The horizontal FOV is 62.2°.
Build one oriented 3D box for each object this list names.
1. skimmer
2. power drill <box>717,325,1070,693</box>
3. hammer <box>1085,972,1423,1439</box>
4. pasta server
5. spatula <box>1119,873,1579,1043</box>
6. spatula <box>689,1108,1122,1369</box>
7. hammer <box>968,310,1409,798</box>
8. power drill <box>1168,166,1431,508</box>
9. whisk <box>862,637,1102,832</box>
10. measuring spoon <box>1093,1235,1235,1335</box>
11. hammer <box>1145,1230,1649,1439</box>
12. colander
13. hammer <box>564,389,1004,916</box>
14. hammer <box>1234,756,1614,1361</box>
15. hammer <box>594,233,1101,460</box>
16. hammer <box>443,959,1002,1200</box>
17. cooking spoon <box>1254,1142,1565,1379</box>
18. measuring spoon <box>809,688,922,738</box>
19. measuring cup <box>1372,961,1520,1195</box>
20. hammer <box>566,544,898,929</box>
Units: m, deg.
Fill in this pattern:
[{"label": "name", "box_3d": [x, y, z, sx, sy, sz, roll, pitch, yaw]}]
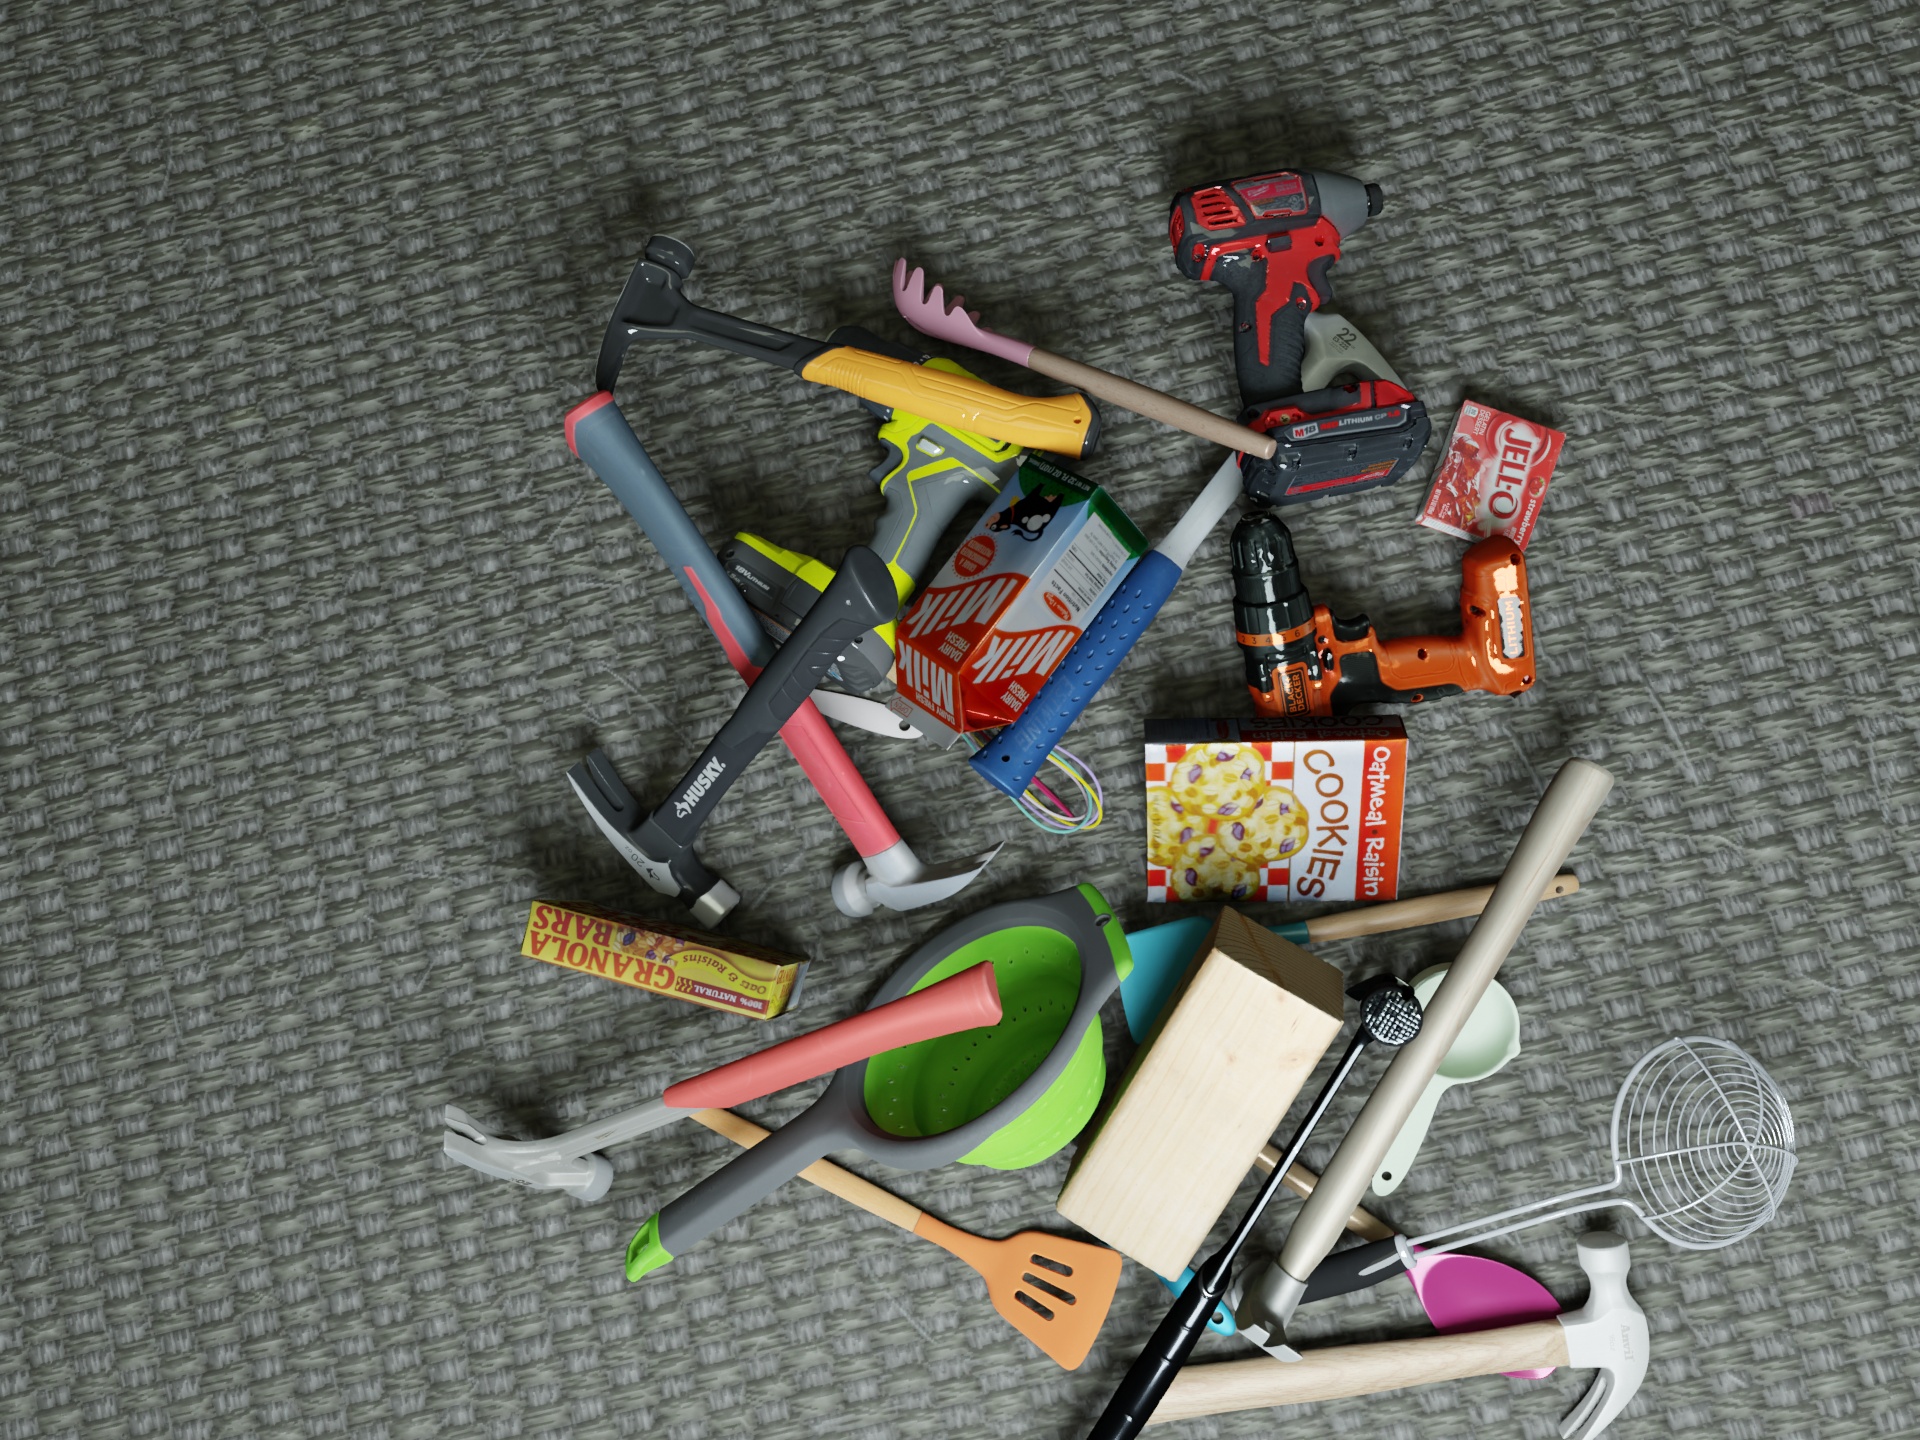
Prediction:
[{"label": "skimmer", "box_3d": [0.346, 0.311, 1.020, 0.363, 0.090, 0.127, -27, 89, 23]}, {"label": "power drill", "box_3d": [-0.061, -0.153, 1.089, 0.190, 0.080, 0.228, 34, 78, 13]}, {"label": "hammer", "box_3d": [0.170, 0.334, 1.009, 0.036, 0.149, 0.409, 32, 94, 11]}, {"label": "pasta server", "box_3d": [0.074, -0.240, 1.057, 0.316, 0.060, 0.040, 29, 98, 29]}, {"label": "spatula", "box_3d": [0.261, 0.144, 1.067, 0.317, 0.044, 0.082, -11, 109, 1]}, {"label": "spatula", "box_3d": [-0.051, 0.327, 1.076, 0.322, 0.041, 0.081, 25, 74, 7]}, {"label": "hammer", "box_3d": [0.151, -0.113, 1.077, 0.144, 0.035, 0.405, 38, 81, 6]}, {"label": "power drill", "box_3d": [0.229, -0.262, 1.051, 0.143, 0.078, 0.220, -11, 77, -3]}, {"label": "whisk", "box_3d": [-0.003, -0.002, 1.102, 0.245, 0.047, 0.051, 38, 81, 11]}, {"label": "measuring spoon", "box_3d": [0.137, 0.366, 1.067, 0.128, 0.021, 0.042, 44, 90, 8]}, {"label": "hammer", "box_3d": [0.278, 0.424, 1.040, 0.331, 0.031, 0.130, -11, 93, 7]}, {"label": "colander", "box_3d": [-0.040, 0.267, 1.040, 0.397, 0.205, 0.094, -36, 116, 6]}, {"label": "hammer", "box_3d": [-0.121, -0.043, 1.016, 0.143, 0.038, 0.386, -20, 107, 44]}, {"label": "hammer", "box_3d": [0.287, 0.201, 0.976, 0.038, 0.146, 0.410, 31, 86, 11]}, {"label": "hammer", "box_3d": [-0.072, -0.226, 1.056, 0.337, 0.034, 0.127, 17, 72, 7]}, {"label": "hammer", "box_3d": [-0.142, 0.224, 1.003, 0.359, 0.149, 0.037, -23, 54, 16]}, {"label": "cooking spoon", "box_3d": [0.264, 0.332, 1.064, 0.319, 0.017, 0.069, 34, 97, 6]}, {"label": "measuring spoon", "box_3d": [-0.085, -0.010, 1.117, 0.124, 0.018, 0.034, 16, 86, 5]}, {"label": "measuring cup", "box_3d": [0.312, 0.239, 1.064, 0.083, 0.038, 0.167, 23, 101, 7]}, {"label": "hammer", "box_3d": [-0.138, 0.002, 1.006, 0.146, 0.035, 0.334, 43, 131, 0]}]
